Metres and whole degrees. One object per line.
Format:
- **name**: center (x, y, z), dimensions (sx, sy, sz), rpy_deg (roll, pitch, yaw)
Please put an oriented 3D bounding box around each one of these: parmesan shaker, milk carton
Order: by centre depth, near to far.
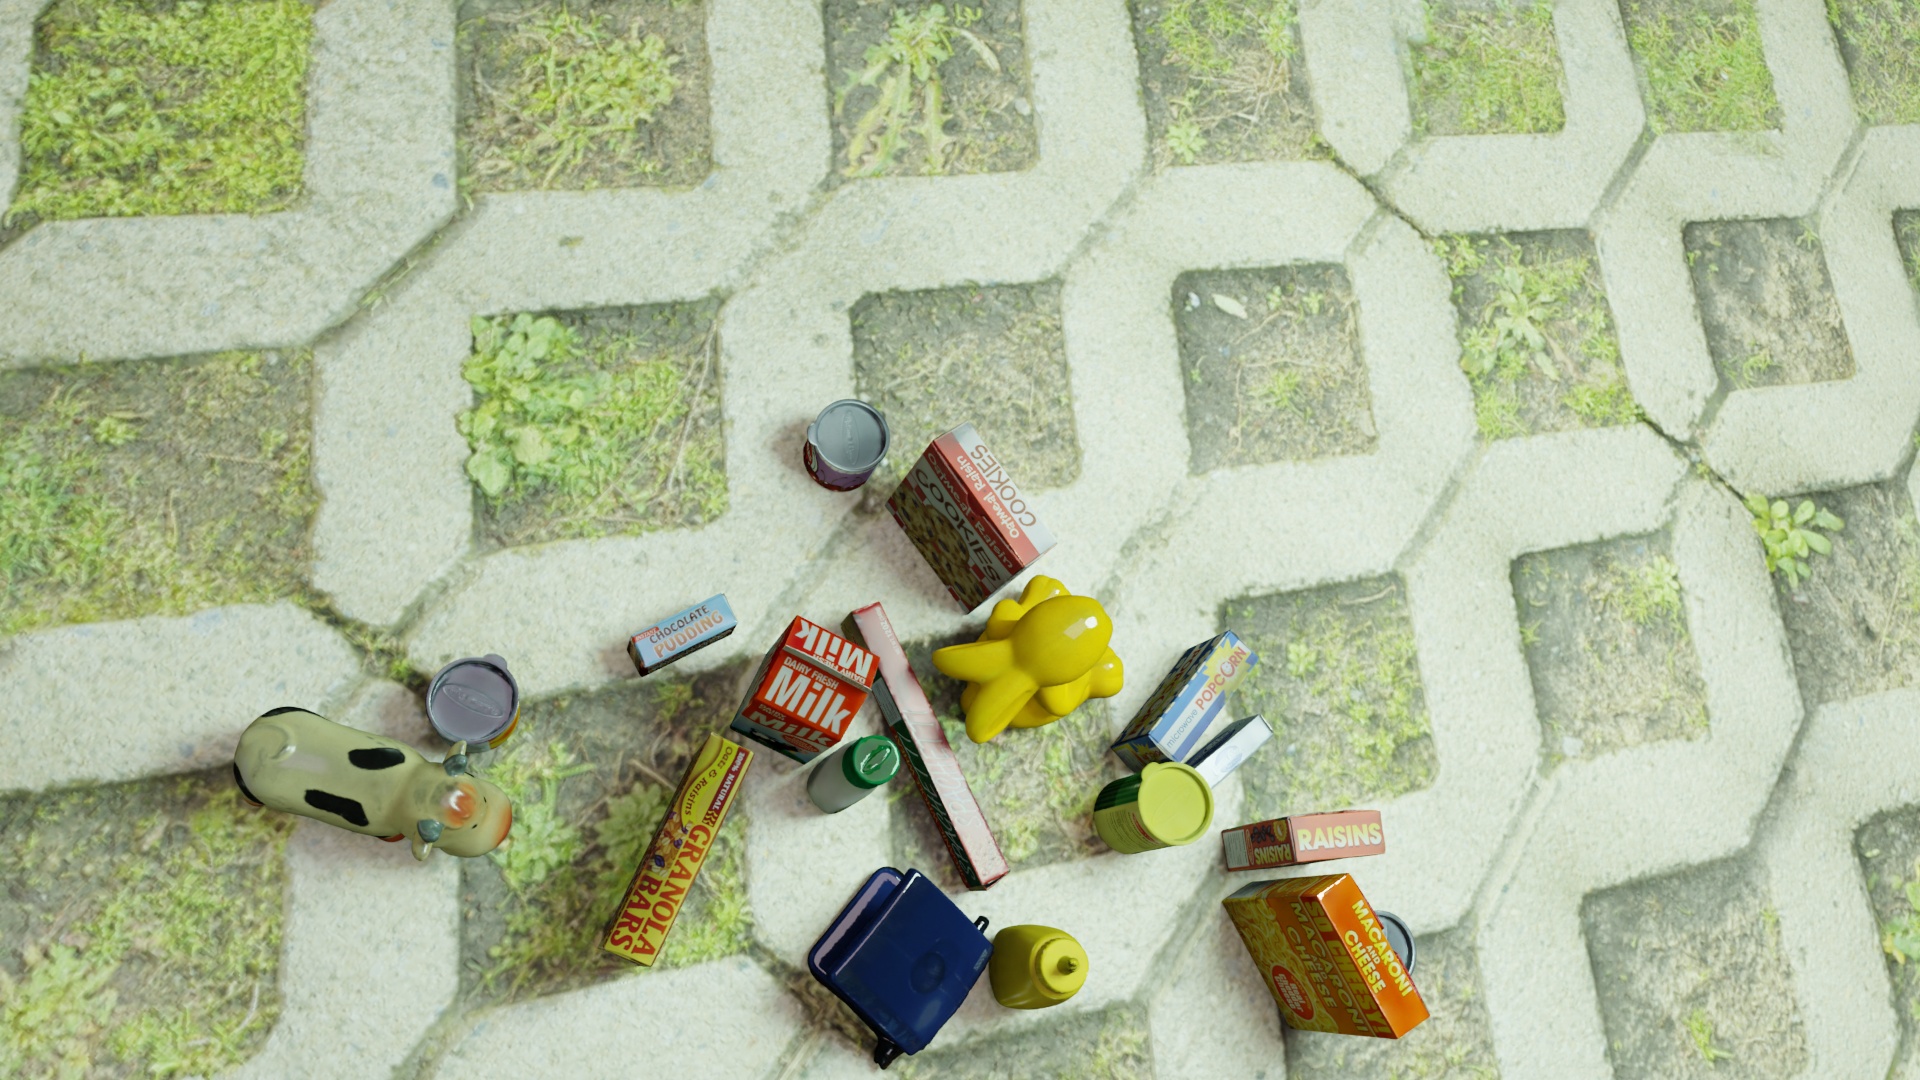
- **milk carton**: center (-0.118, 0.114, 1.063), dimensions (0.072, 0.190, 0.074), rpy_deg (28, 68, -7)
- **parmesan shaker**: center (0.158, 0.222, 1.159), dimensions (0.071, 0.102, 0.071), rpy_deg (5, 73, -15)

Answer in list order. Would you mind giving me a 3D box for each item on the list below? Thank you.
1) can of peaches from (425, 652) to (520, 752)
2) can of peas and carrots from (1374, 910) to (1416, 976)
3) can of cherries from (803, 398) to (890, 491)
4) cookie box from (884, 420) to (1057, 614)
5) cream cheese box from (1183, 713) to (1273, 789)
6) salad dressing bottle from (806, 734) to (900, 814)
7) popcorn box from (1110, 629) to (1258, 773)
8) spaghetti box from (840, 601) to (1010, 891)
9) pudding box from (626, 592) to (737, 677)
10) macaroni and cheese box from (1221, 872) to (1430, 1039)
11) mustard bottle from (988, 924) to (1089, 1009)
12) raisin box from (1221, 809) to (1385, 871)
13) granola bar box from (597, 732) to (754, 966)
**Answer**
- **can of peaches**: center (-0.369, 0.124, 1.058), dimensions (0.071, 0.058, 0.071), rpy_deg (5, 73, -15)
- **can of peas and carrots**: center (0.346, 0.353, 1.199), dimensions (0.071, 0.058, 0.071), rpy_deg (5, 73, -15)
- **can of cherries**: center (-0.102, -0.082, 1.200), dimensions (0.071, 0.058, 0.071), rpy_deg (5, 73, -15)
- **cookie box**: center (0.004, -0.014, 1.151), dimensions (0.040, 0.167, 0.123), rpy_deg (-35, 86, -22)
- **cream cheese box**: center (0.222, 0.194, 1.214), dimensions (0.104, 0.053, 0.024), rpy_deg (-35, 86, -23)
- **salad dressing bottle**: center (-0.082, 0.179, 1.077), dimensions (0.064, 0.147, 0.044), rpy_deg (-40, 88, -23)
- **popcorn box**: center (0.194, 0.141, 1.204), dimensions (0.038, 0.085, 0.127), rpy_deg (43, 67, -1)
- **spaghetti box**: center (-0.031, 0.170, 1.148), dimensions (0.029, 0.050, 0.250), rpy_deg (-23, 81, -21)
- **pudding box**: center (-0.224, 0.076, 1.120), dimensions (0.084, 0.049, 0.030), rpy_deg (-26, 83, -22)
- **macaroni and cheese box**: center (0.292, 0.336, 1.130), dimensions (0.040, 0.166, 0.124), rpy_deg (-26, 82, -22)
- **mustard bottle**: center (0.064, 0.328, 1.068), dimensions (0.049, 0.159, 0.065), rpy_deg (4, 73, -15)
- **raisin box**: center (0.289, 0.254, 1.177), dimensions (0.086, 0.123, 0.040), rpy_deg (0, 74, -17)
- **granola bar box**: center (-0.212, 0.233, 1.035), dimensions (0.039, 0.123, 0.166), rpy_deg (27, 68, -7)
